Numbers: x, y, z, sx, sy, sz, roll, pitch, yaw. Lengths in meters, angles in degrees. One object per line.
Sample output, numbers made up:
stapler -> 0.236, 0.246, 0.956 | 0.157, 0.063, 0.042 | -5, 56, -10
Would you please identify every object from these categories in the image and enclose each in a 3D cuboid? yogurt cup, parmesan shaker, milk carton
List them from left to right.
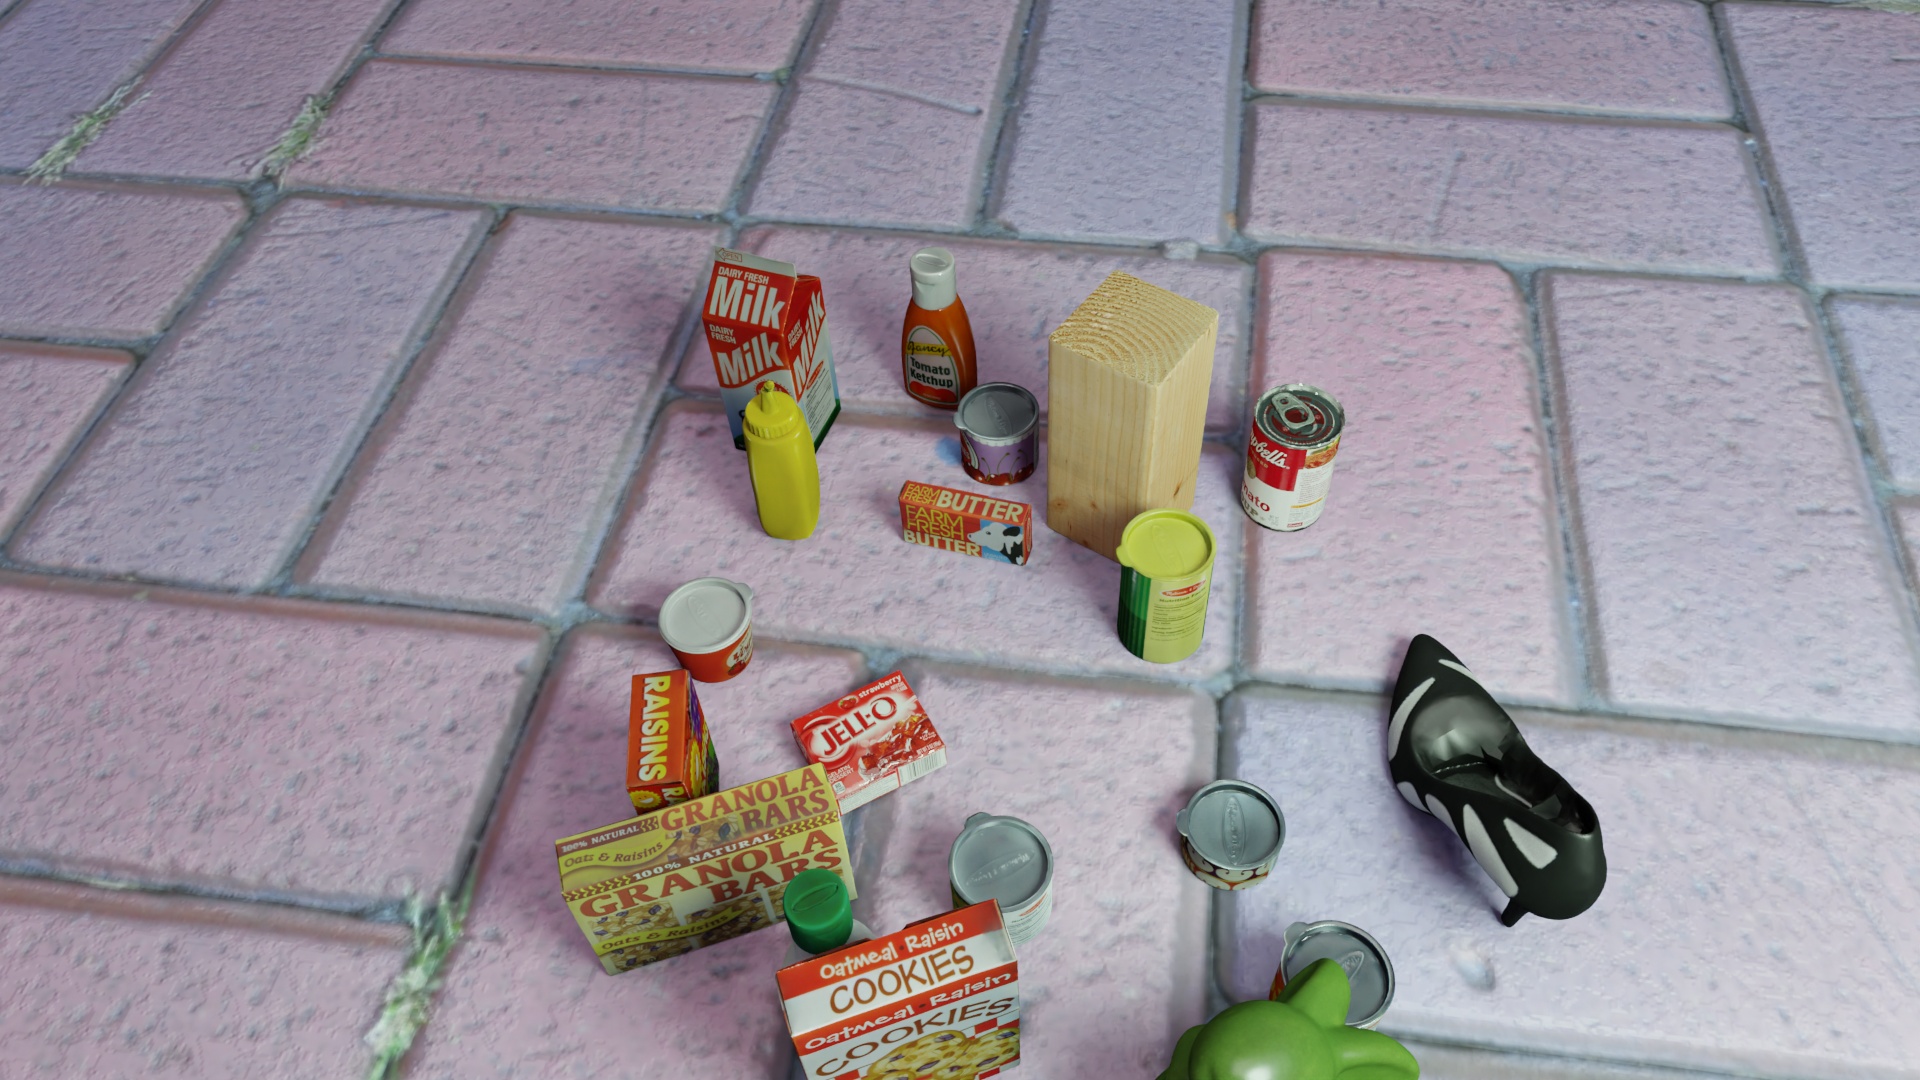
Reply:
yogurt cup -> -0.185, 0.069, 1.026 | 0.072, 0.053, 0.073 | -1, 50, 2
milk carton -> -0.152, -0.156, 1.122 | 0.072, 0.189, 0.074 | 14, 53, 14
parmesan shaker -> 0.145, 0.035, 1.007 | 0.071, 0.102, 0.072 | -1, 51, 2

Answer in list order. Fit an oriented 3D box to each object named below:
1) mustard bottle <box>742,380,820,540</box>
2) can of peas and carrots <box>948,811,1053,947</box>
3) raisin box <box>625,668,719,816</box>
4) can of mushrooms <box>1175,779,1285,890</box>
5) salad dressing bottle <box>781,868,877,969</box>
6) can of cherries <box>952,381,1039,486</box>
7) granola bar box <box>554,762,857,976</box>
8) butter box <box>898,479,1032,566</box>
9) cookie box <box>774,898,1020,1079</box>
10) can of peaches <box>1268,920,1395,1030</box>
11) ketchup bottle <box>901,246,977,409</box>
mustard bottle -> -0.139, -0.068, 1.069 | 0.049, 0.159, 0.065 | 0, 51, 3
can of peas and carrots -> 0.025, 0.217, 0.890 | 0.071, 0.058, 0.071 | -1, 50, 2
raisin box -> -0.186, 0.154, 0.911 | 0.040, 0.122, 0.086 | -5, 51, -1
can of mushrooms -> 0.177, 0.194, 0.918 | 0.071, 0.033, 0.071 | -1, 50, 2
salad dressing bottle -> -0.078, 0.242, 0.818 | 0.064, 0.146, 0.044 | -25, 54, -16
can of cherries -> 0.029, -0.087, 1.142 | 0.071, 0.058, 0.072 | -1, 50, 2
granola bar box -> -0.154, 0.206, 0.866 | 0.166, 0.123, 0.039 | -15, 52, -10
butter box -> 0.004, -0.014, 1.086 | 0.103, 0.052, 0.024 | 12, 52, 12
cookie box -> -0.030, 0.270, 0.780 | 0.123, 0.166, 0.040 | -16, 52, -10
can of peaches -> 0.221, 0.270, 0.838 | 0.071, 0.057, 0.071 | -1, 50, 2
ketchup bottle -> -0.020, -0.177, 1.160 | 0.065, 0.148, 0.044 | 17, 54, 16
